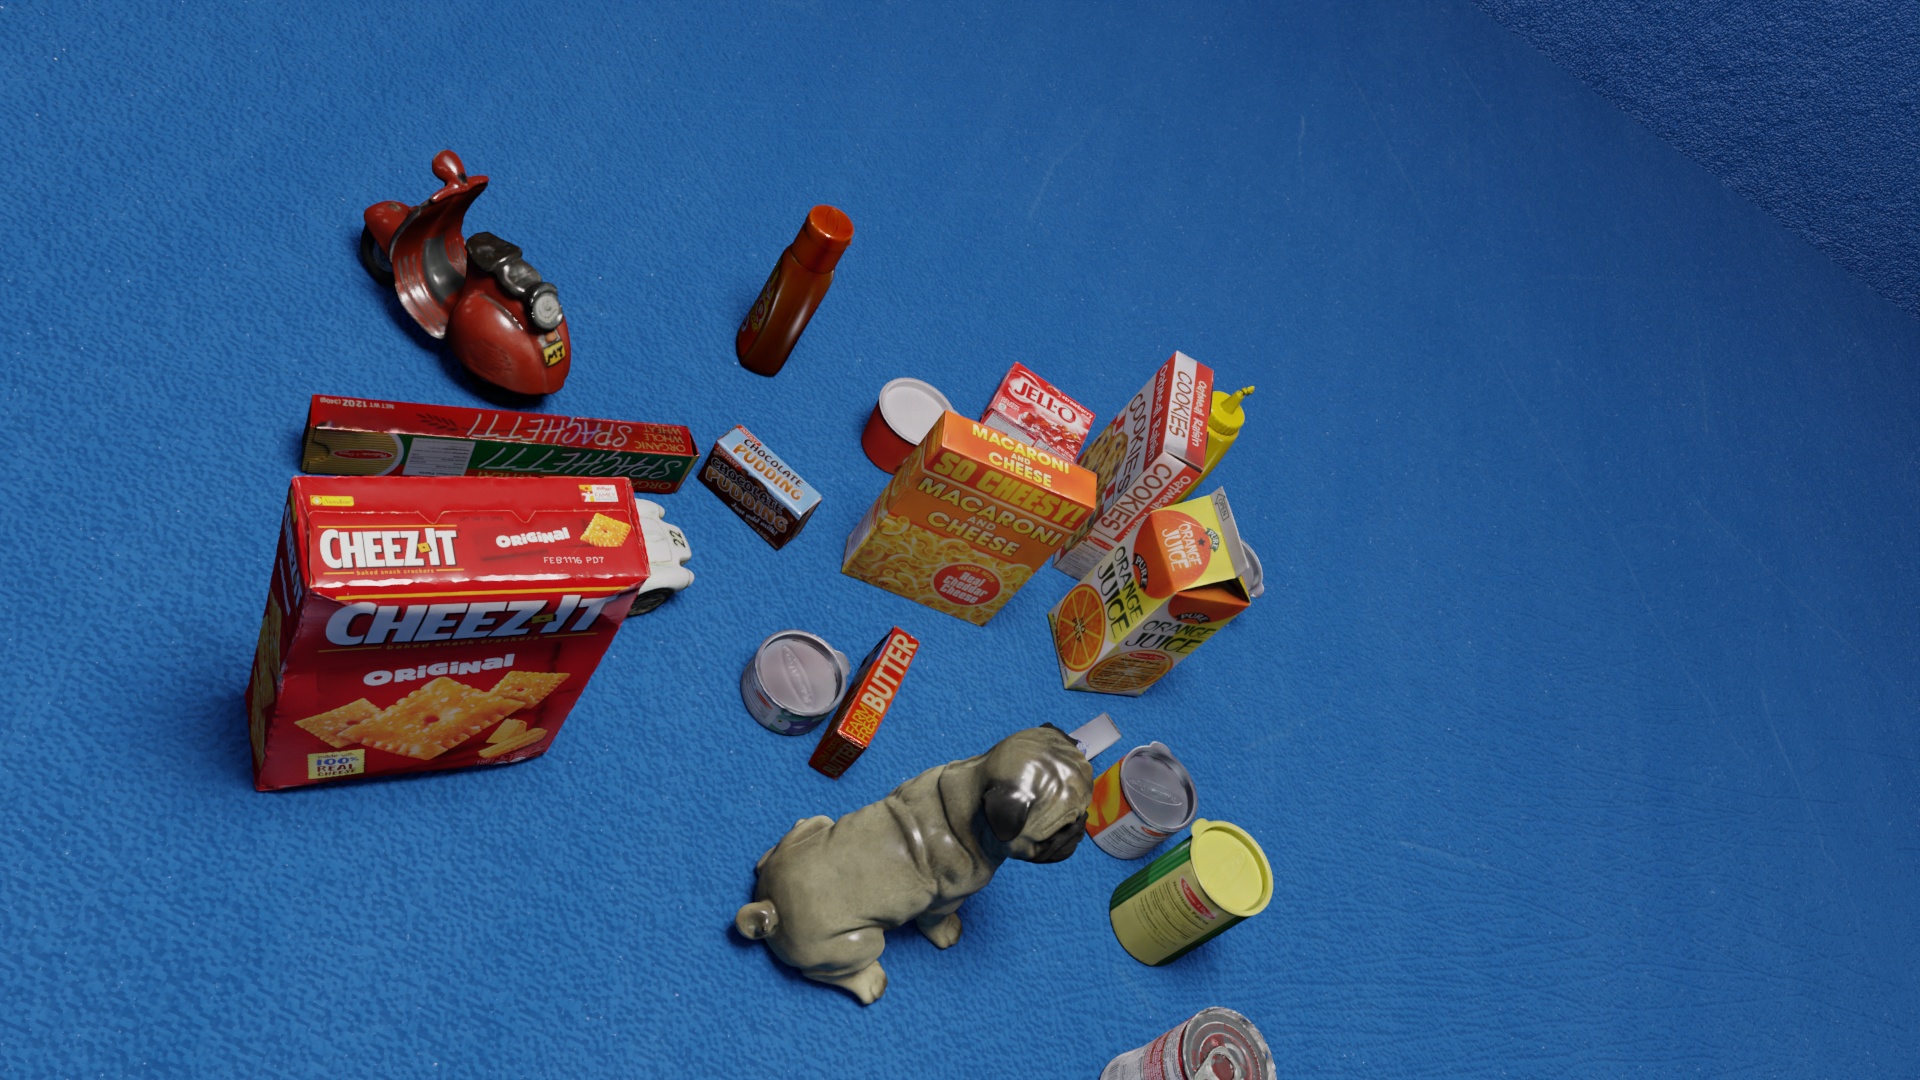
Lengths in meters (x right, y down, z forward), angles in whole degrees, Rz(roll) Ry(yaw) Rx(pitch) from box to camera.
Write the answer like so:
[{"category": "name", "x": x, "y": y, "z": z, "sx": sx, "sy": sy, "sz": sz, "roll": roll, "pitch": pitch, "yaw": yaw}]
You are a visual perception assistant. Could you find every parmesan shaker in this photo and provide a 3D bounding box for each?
[{"category": "parmesan shaker", "x": 0.156, "y": 0.242, "z": 0.958, "sx": 0.071, "sy": 0.102, "sz": 0.072, "roll": 18, "pitch": 49, "yaw": -22}]

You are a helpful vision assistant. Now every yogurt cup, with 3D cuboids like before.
[{"category": "yogurt cup", "x": -0.044, "y": -0.089, "z": 1.118, "sx": 0.072, "sy": 0.053, "sz": 0.073, "roll": 18, "pitch": 49, "yaw": -22}]

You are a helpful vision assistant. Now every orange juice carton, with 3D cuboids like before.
[{"category": "orange juice carton", "x": 0.150, "y": 0.041, "z": 1.047, "sx": 0.073, "sy": 0.191, "sz": 0.072, "roll": 9, "pitch": 53, "yaw": -28}]

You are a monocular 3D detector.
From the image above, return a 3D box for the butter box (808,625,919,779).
[{"category": "butter box", "x": -0.065, "y": 0.111, "z": 0.950, "sx": 0.024, "sy": 0.053, "sz": 0.104, "roll": 34, "pitch": 45, "yaw": -7}]

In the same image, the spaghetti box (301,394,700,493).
[{"category": "spaghetti box", "x": -0.302, "y": -0.061, "z": 0.929, "sx": 0.250, "sy": 0.050, "sz": 0.029, "roll": 2, "pitch": 56, "yaw": -32}]

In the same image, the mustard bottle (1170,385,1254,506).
[{"category": "mustard bottle", "x": 0.199, "y": -0.086, "z": 1.201, "sx": 0.065, "sy": 0.159, "sz": 0.049, "roll": 49, "pitch": 45, "yaw": 8}]

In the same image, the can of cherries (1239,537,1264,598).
[{"category": "can of cherries", "x": 0.217, "y": 0.035, "z": 1.192, "sx": 0.071, "sy": 0.058, "sz": 0.072, "roll": 18, "pitch": 49, "yaw": -22}]

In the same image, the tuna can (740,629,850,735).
[{"category": "tuna can", "x": -0.112, "y": 0.096, "z": 0.945, "sx": 0.071, "sy": 0.032, "sz": 0.071, "roll": 18, "pitch": 49, "yaw": -21}]

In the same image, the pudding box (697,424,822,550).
[{"category": "pudding box", "x": -0.147, "y": -0.039, "z": 1.015, "sx": 0.084, "sy": 0.049, "sz": 0.030, "roll": 42, "pitch": 44, "yaw": 2}]

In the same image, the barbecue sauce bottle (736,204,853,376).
[{"category": "barbecue sauce bottle", "x": -0.128, "y": -0.196, "z": 1.078, "sx": 0.044, "sy": 0.147, "sz": 0.065, "roll": 18, "pitch": 49, "yaw": -21}]

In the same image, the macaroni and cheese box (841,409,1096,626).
[{"category": "macaroni and cheese box", "x": 0.004, "y": -0.013, "z": 1.011, "sx": 0.124, "sy": 0.165, "sz": 0.040, "roll": 22, "pitch": 48, "yaw": -18}]

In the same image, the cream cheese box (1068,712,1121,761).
[{"category": "cream cheese box", "x": 0.065, "y": 0.162, "z": 0.996, "sx": 0.104, "sy": 0.053, "sz": 0.024, "roll": -23, "pitch": 72, "yaw": -42}]

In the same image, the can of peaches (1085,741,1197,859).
[{"category": "can of peaches", "x": 0.130, "y": 0.190, "z": 1.014, "sx": 0.071, "sy": 0.057, "sz": 0.071, "roll": 18, "pitch": 49, "yaw": -22}]

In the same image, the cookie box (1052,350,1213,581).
[{"category": "cookie box", "x": 0.141, "y": -0.058, "z": 1.136, "sx": 0.040, "sy": 0.166, "sz": 0.123, "roll": 27, "pitch": 46, "yaw": -14}]
